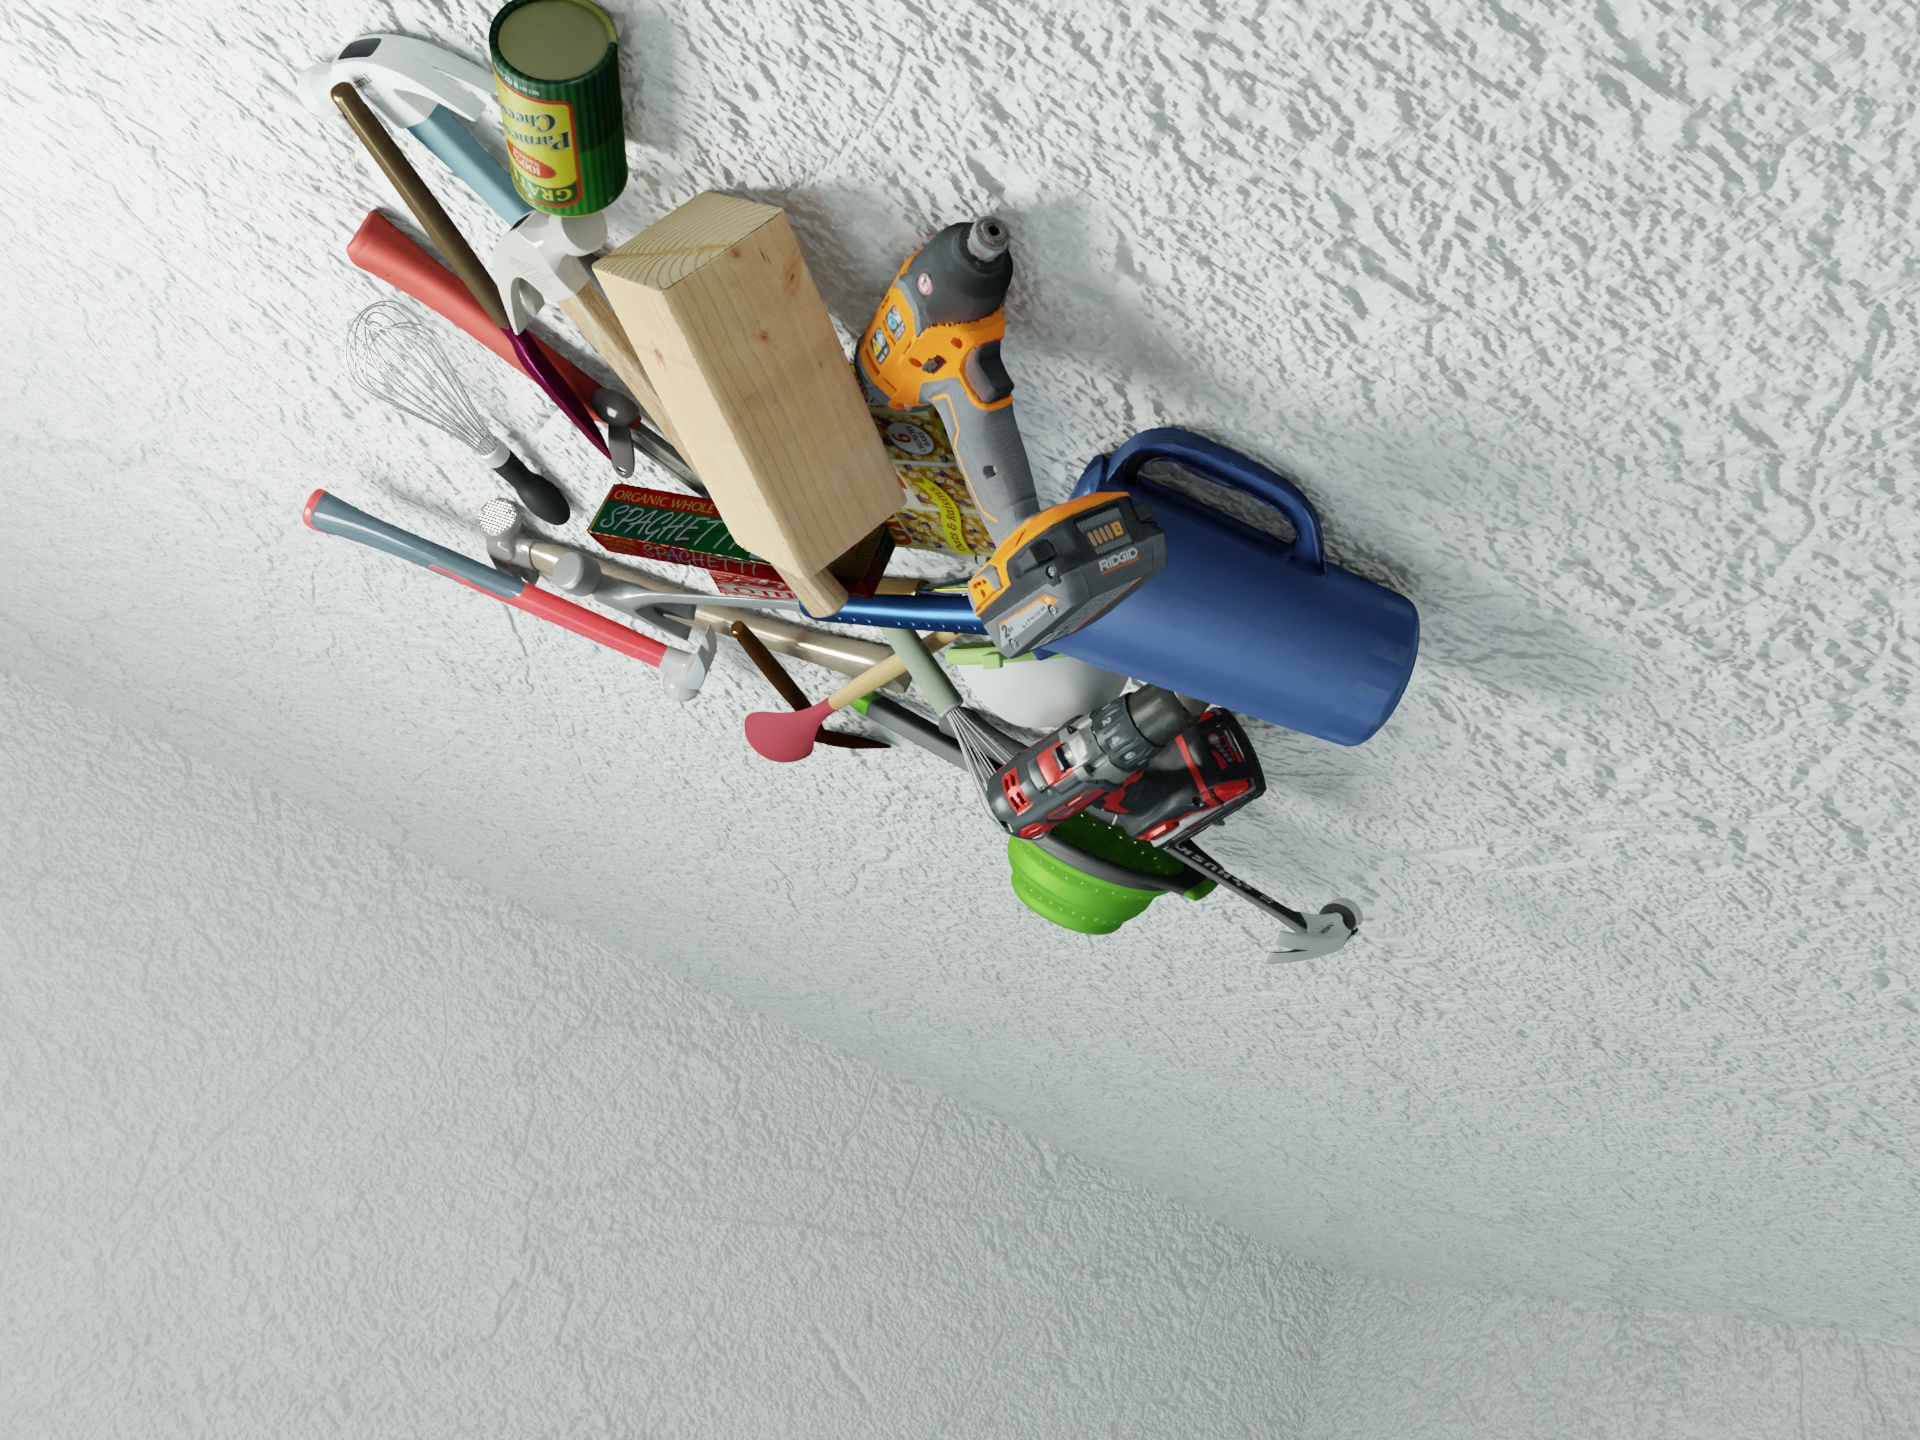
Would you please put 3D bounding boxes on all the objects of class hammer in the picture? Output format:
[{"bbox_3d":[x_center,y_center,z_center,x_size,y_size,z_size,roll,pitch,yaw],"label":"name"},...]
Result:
[{"bbox_3d":[-0.123,-0.088,1.234,0.406,0.035,0.144,6,169,32],"label":"hammer"},{"bbox_3d":[0.149,0.093,1.390,0.409,0.036,0.149,30,-159,24],"label":"hammer"},{"bbox_3d":[-0.278,-0.245,1.165,0.358,0.037,0.149,36,153,-32],"label":"hammer"},{"bbox_3d":[-0.239,-0.097,1.464,0.410,0.038,0.146,18,159,7],"label":"hammer"},{"bbox_3d":[-0.259,-0.303,1.023,0.128,0.033,0.330,2,151,41],"label":"hammer"},{"bbox_3d":[-0.182,-0.191,1.050,0.130,0.031,0.331,2,140,47],"label":"hammer"},{"bbox_3d":[-0.409,-0.123,1.451,0.386,0.038,0.143,24,159,-9],"label":"hammer"}]

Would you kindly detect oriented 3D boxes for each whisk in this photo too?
[{"bbox_3d":[-0.015,-0.099,1.254,0.245,0.047,0.051,7,155,38],"label":"whisk"},{"bbox_3d":[-0.393,-0.232,1.272,0.070,0.070,0.284,11,160,24],"label":"whisk"},{"bbox_3d":[-0.002,-0.004,1.313,0.246,0.059,0.057,56,141,7],"label":"whisk"}]

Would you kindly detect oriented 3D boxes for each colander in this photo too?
[{"bbox_3d":[0.043,0.093,1.473,0.397,0.094,0.204,28,-161,17],"label":"colander"}]

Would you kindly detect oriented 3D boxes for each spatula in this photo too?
[{"bbox_3d":[-0.149,-0.025,1.498,0.081,0.041,0.322,13,161,20],"label":"spatula"}]

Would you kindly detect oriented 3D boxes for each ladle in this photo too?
[{"bbox_3d":[-0.095,-0.026,1.413,0.069,0.031,0.315,40,136,-22],"label":"ladle"}]

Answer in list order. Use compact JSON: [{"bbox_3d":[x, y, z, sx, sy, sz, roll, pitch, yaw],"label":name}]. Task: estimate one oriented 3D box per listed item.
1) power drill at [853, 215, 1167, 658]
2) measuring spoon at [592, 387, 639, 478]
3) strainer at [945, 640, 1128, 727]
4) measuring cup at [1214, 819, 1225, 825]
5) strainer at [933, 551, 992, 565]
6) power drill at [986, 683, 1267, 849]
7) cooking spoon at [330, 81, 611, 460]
[{"bbox_3d":[0.026,-0.164,0.901,0.226,0.084,0.164,63,155,6],"label":"power drill"},{"bbox_3d":[-0.252,-0.204,1.166,0.034,0.018,0.124,21,159,-1],"label":"measuring spoon"},{"bbox_3d":[0.046,-0.030,1.254,0.151,0.069,0.256,-8,-176,-22],"label":"strainer"},{"bbox_3d":[0.181,0.044,1.410,0.167,0.038,0.083,32,156,-30],"label":"measuring cup"},{"bbox_3d":[0.025,-0.118,1.163,0.258,0.050,0.086,18,123,26],"label":"strainer"},{"bbox_3d":[0.148,0.028,1.217,0.188,0.080,0.226,-35,156,28],"label":"power drill"},{"bbox_3d":[-0.309,-0.280,1.038,0.069,0.017,0.318,41,169,35],"label":"cooking spoon"}]
